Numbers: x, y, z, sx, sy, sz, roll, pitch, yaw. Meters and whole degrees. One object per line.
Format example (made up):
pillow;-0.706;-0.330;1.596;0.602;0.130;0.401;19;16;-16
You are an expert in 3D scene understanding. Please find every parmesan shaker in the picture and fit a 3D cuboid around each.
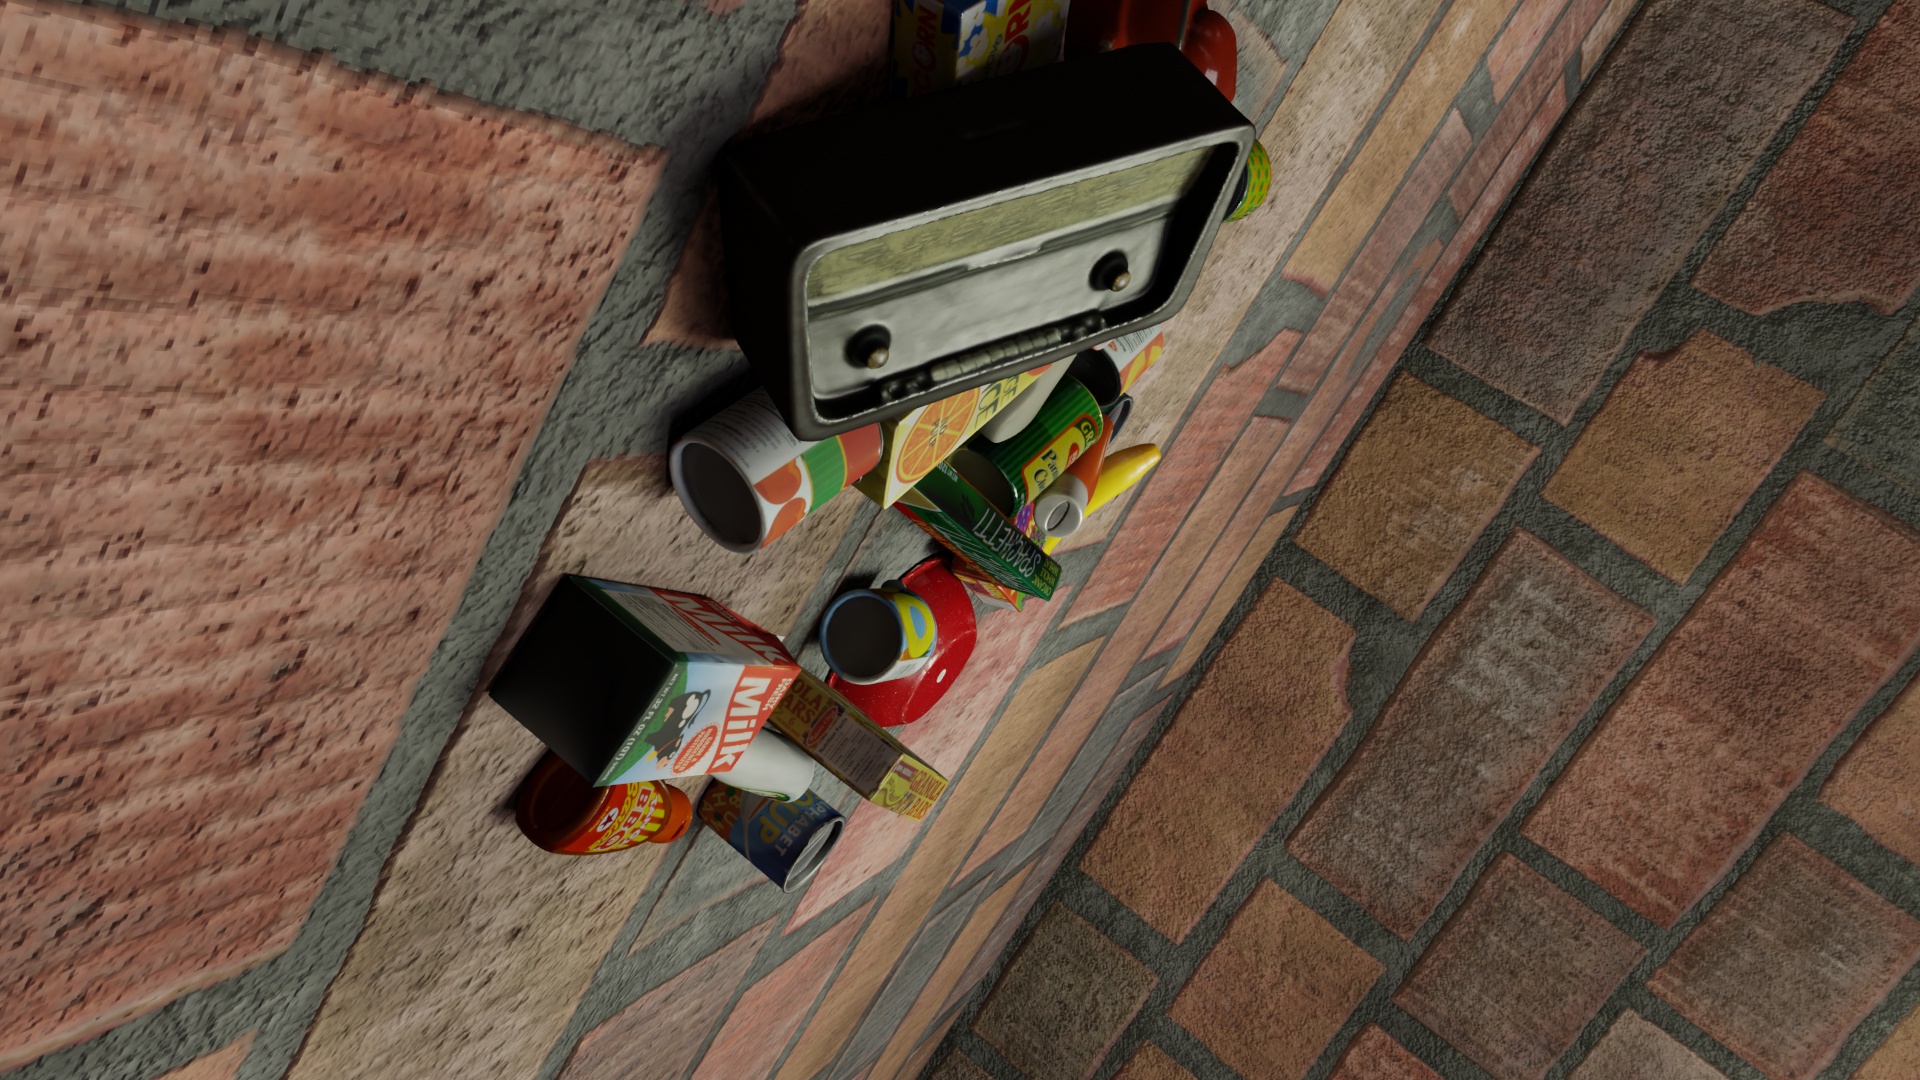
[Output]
parmesan shaker;0.044;-0.065;0.985;0.103;0.071;0.071;-43;160;-32

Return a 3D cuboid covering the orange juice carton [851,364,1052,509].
orange juice carton;-0.002;-0.111;0.764;0.193;0.072;0.072;-43;160;-32

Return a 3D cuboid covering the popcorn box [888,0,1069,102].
popcorn box;0.007;-0.216;0.645;0.085;0.038;0.126;-43;160;-29

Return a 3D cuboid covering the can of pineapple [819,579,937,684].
can of pineapple;-0.058;0.064;0.966;0.071;0.071;0.058;-57;163;10

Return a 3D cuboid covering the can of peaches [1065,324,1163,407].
can of peaches;0.104;-0.139;1.005;0.058;0.071;0.071;-45;161;-29

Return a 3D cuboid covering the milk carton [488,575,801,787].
milk carton;-0.149;0.074;0.728;0.072;0.073;0.190;-56;163;5

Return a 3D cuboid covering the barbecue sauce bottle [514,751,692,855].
barbecue sauce bottle;-0.197;0.151;0.799;0.065;0.044;0.148;-53;163;-7

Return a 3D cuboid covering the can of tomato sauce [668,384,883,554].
can of tomato sauce;-0.090;-0.040;0.677;0.083;0.071;0.070;-40;158;-37

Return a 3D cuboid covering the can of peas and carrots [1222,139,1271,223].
can of peas and carrots;0.180;-0.254;0.979;0.059;0.071;0.070;-27;148;-57

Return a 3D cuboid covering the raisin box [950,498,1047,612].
raisin box;0.034;0.002;1.095;0.123;0.040;0.086;50;58;-72

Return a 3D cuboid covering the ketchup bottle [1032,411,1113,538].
ketchup bottle;0.082;-0.050;1.055;0.064;0.043;0.149;-57;-176;28

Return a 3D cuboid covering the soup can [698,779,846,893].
soup can;-0.133;0.196;0.983;0.071;0.084;0.071;-48;162;-21

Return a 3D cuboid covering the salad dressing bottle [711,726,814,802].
salad dressing bottle;-0.143;0.136;0.892;0.044;0.064;0.147;-67;156;-10

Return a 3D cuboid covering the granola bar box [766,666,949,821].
granola bar box;-0.079;0.132;0.934;0.039;0.124;0.165;-52;163;-7

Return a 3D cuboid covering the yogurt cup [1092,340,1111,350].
yogurt cup;0.083;-0.163;0.921;0.072;0.054;0.072;-47;161;-22

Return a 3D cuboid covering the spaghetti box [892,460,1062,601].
spaghetti box;0.003;-0.011;0.910;0.249;0.050;0.029;39;70;-60

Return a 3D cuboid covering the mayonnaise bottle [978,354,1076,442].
mayonnaise bottle;0.051;-0.122;0.885;0.065;0.041;0.147;-45;174;-33

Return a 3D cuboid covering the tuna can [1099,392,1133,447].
tuna can;0.110;-0.098;1.152;0.071;0.033;0.070;-47;162;-21
